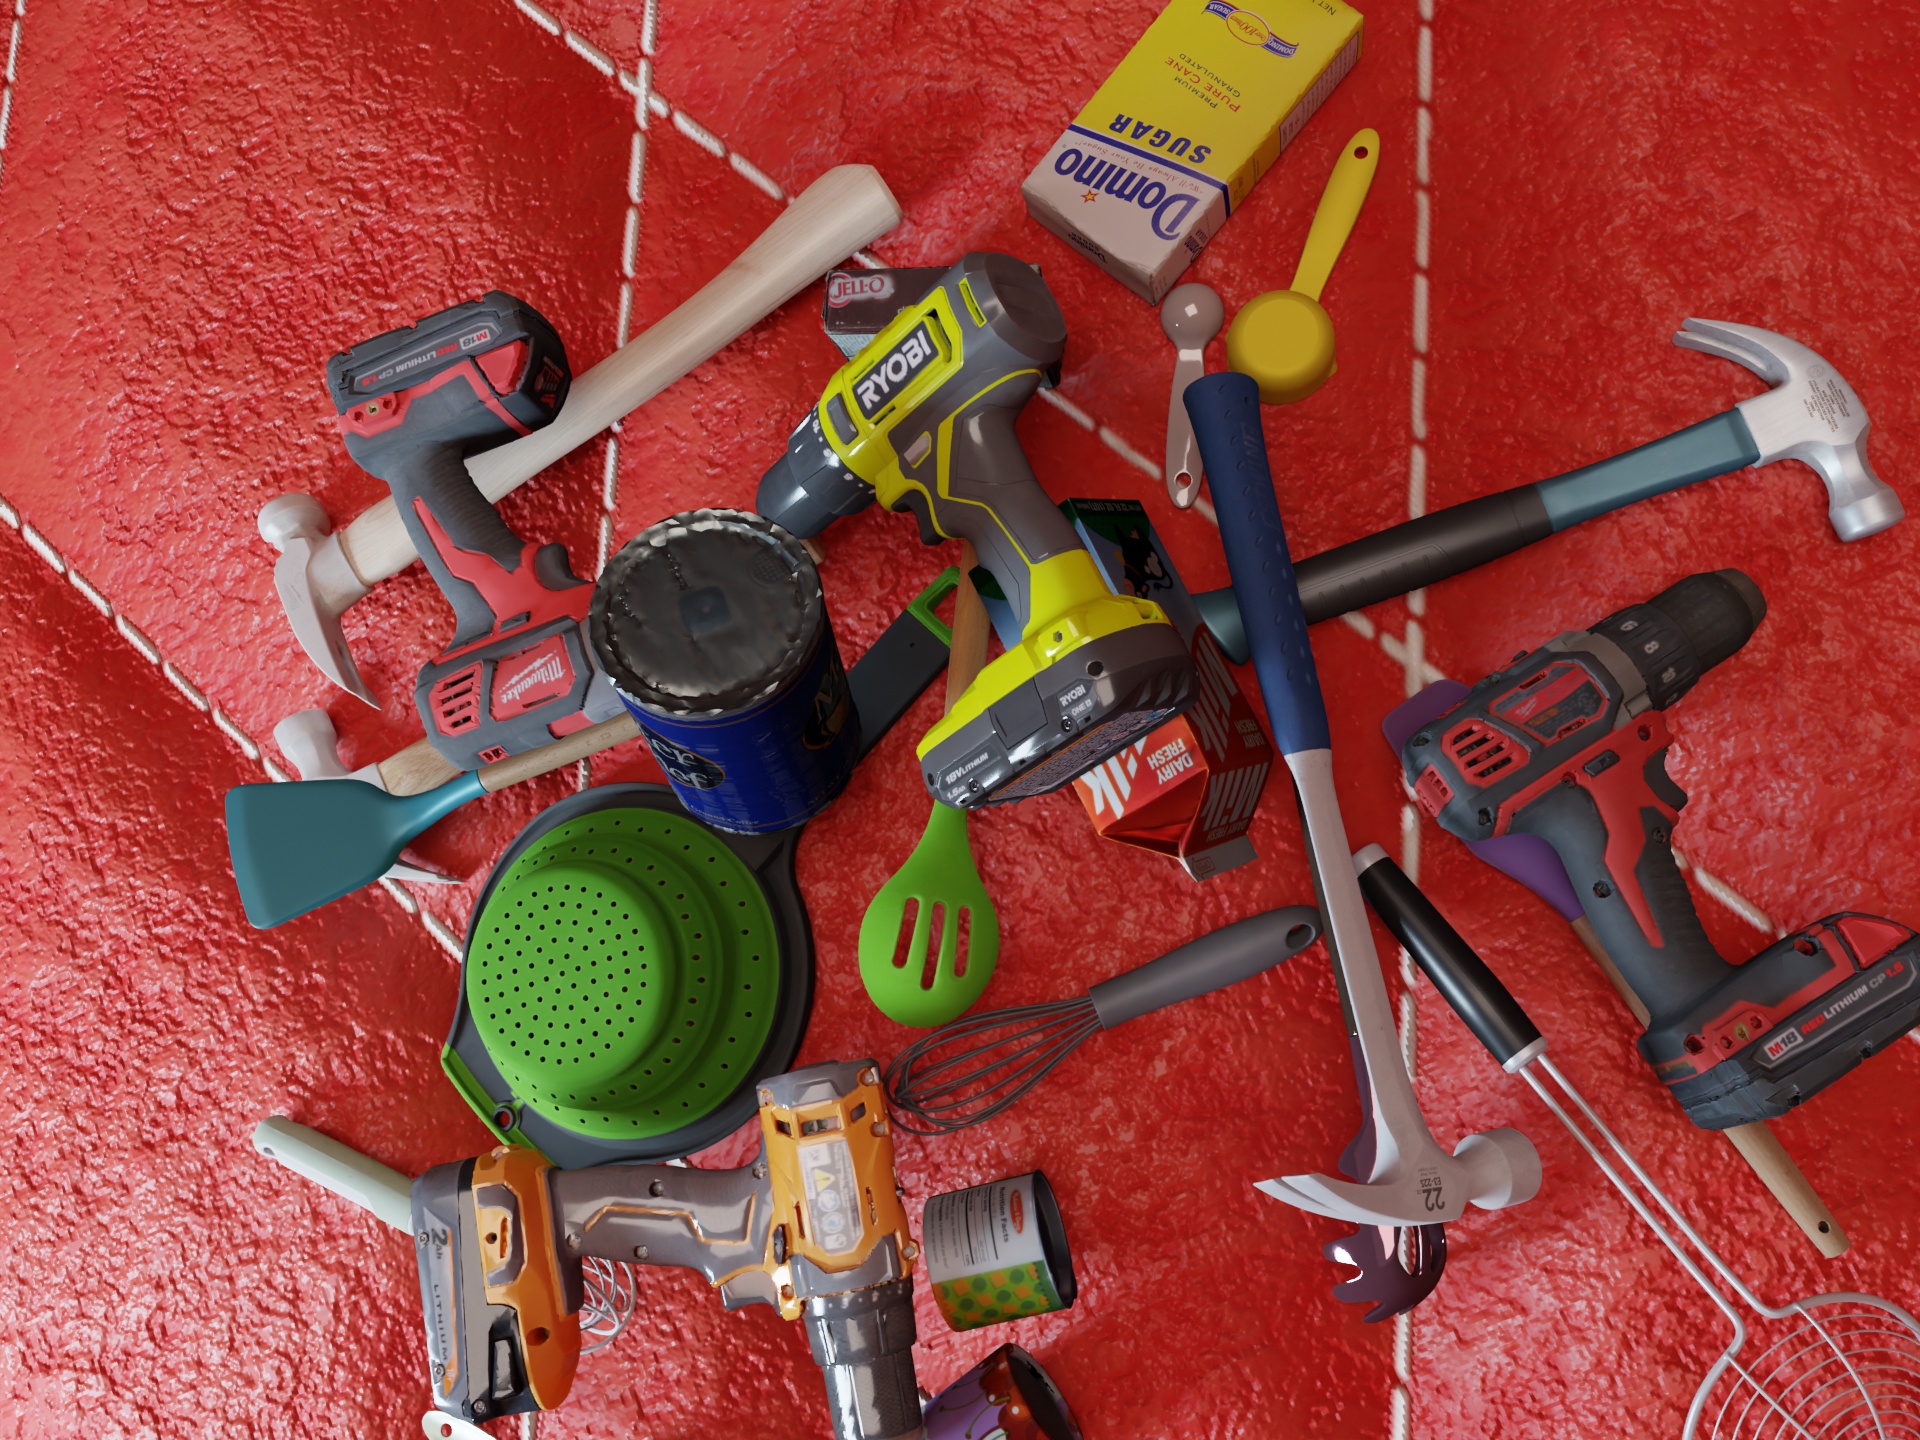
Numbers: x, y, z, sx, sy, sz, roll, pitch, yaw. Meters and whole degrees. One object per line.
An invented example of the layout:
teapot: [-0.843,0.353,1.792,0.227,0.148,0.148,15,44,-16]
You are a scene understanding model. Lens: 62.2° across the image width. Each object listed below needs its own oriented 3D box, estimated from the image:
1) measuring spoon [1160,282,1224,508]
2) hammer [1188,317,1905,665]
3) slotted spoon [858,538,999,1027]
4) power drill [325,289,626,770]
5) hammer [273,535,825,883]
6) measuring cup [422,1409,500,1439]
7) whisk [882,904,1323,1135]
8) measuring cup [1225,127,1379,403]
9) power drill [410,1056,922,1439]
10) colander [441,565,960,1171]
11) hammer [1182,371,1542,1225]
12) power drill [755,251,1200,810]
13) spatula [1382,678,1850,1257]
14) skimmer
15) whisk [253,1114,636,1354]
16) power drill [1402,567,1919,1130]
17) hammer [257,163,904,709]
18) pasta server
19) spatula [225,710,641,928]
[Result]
measuring spoon: [0.120,-0.174,0.843,0.034,0.018,0.124,2,83,12]
hammer: [0.276,-0.099,0.792,0.331,0.033,0.128,-20,79,8]
slotted spoon: [-0.001,-0.003,0.810,0.070,0.031,0.314,9,77,-9]
power drill: [-0.228,-0.097,0.818,0.143,0.078,0.220,-21,82,2]
hammer: [-0.221,-0.019,0.885,0.331,0.031,0.130,-30,77,6]
measuring cup: [-0.201,0.395,0.818,0.168,0.038,0.083,22,87,16]
whisk: [0.071,0.147,0.794,0.239,0.055,0.055,-24,78,3]
measuring cup: [0.186,-0.242,0.832,0.062,0.029,0.156,22,89,14]
power drill: [-0.130,0.272,0.756,0.226,0.084,0.185,-12,78,-1]
colander: [-0.131,0.069,0.820,0.204,0.094,0.397,42,92,14]
hammer: [0.160,0.026,0.735,0.144,0.035,0.406,0,71,-33]
power drill: [-0.002,-0.078,0.755,0.190,0.080,0.229,-35,72,36]
spatula: [0.316,0.113,0.761,0.060,0.018,0.316,-34,76,2]
skimmer: [0.302,0.212,0.744,0.127,0.090,0.364,-36,66,-2]
whisk: [-0.280,0.268,0.849,0.246,0.057,0.059,20,52,18]
power drill: [0.340,0.050,0.730,0.188,0.080,0.227,-31,71,-5]
hammer: [-0.204,-0.171,0.889,0.410,0.038,0.146,-34,63,3]
pasta server: [0.183,0.124,0.765,0.060,0.040,0.316,-3,76,-30]
spatula: [-0.234,0.021,0.842,0.317,0.044,0.082,-22,71,6]
